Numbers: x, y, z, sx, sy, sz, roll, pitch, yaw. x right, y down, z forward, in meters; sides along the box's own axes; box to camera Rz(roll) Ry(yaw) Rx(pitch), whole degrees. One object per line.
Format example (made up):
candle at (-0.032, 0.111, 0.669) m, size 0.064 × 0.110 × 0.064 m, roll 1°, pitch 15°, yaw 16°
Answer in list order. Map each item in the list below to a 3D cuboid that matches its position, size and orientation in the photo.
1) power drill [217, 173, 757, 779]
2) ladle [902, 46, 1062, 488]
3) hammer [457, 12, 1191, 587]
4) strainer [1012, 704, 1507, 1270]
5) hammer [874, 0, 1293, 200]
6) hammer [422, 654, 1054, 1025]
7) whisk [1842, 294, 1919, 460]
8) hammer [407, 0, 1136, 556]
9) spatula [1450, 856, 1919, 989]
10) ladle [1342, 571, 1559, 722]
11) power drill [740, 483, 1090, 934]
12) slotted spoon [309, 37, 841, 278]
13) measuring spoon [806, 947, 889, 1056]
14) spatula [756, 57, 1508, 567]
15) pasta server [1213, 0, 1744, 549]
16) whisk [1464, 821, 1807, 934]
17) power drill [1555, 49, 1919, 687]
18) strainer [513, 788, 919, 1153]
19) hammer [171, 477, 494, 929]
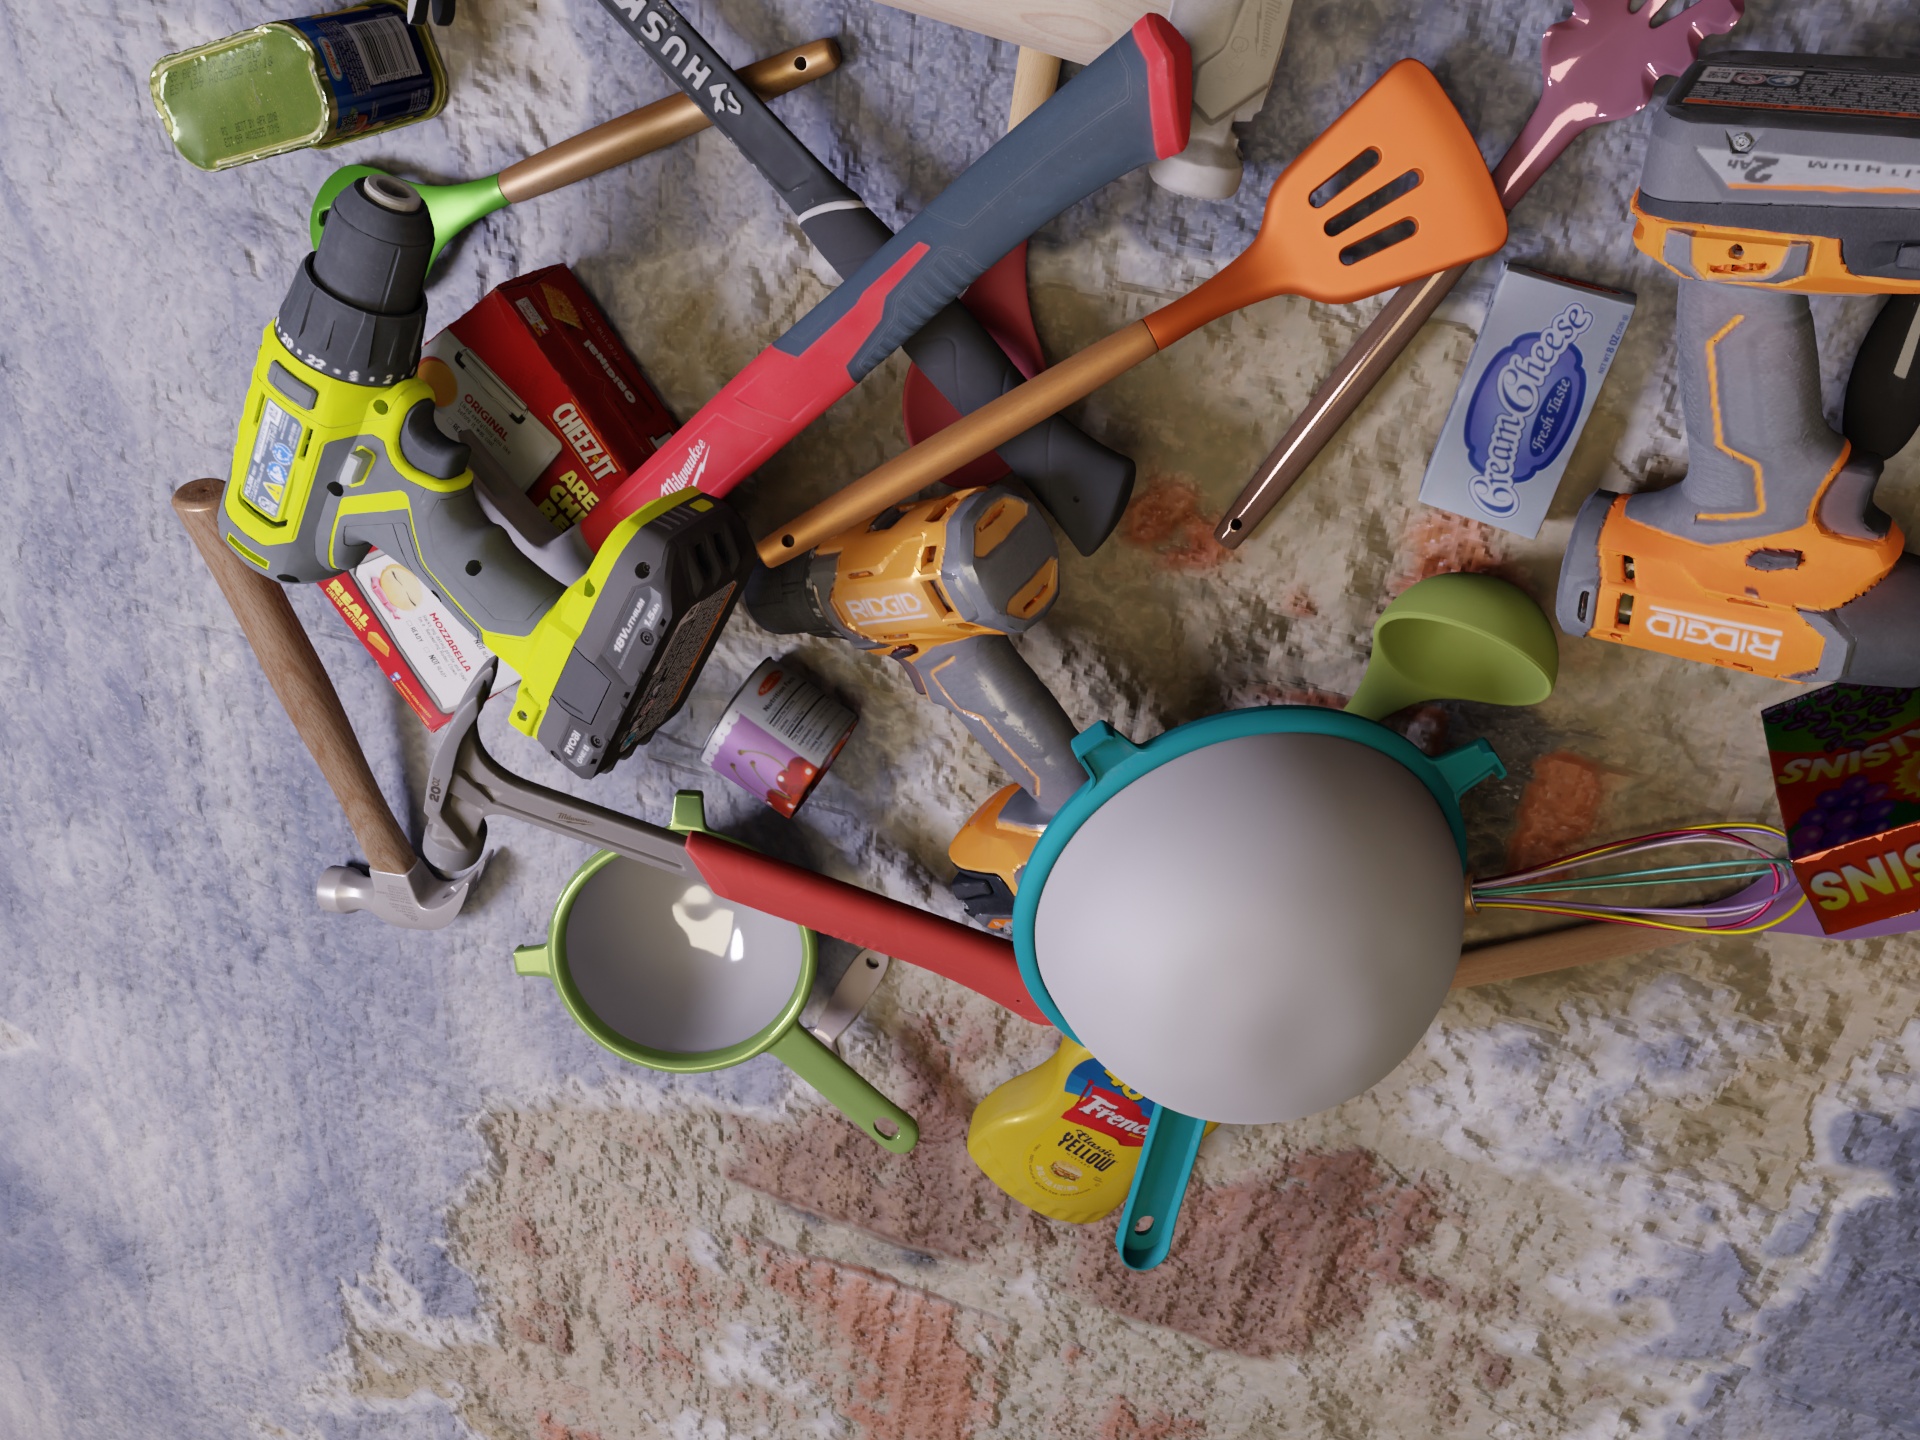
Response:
power drill at (-0.207, -0.100, 0.686) m, size 0.228 × 0.080 × 0.190 m, roll 36°, pitch 123°, yaw 5°
ladle at (0.027, -0.248, 0.667) m, size 0.069 × 0.031 × 0.315 m, roll 19°, pitch 121°, yaw 14°
hammer at (-0.069, -0.163, 0.666) m, size 0.386 × 0.038 × 0.143 m, roll -34°, pitch 101°, yaw 31°
strainer at (0.124, 0.158, 0.720) m, size 0.211 × 0.095 × 0.340 m, roll 3°, pitch 121°, yaw -12°
hammer at (-0.076, -0.311, 0.596) m, size 0.410 × 0.038 × 0.146 m, roll 12°, pitch 128°, yaw 0°
hammer at (-0.096, 0.081, 0.827) m, size 0.359 × 0.037 × 0.149 m, roll 21°, pitch 136°, yaw -11°
whisk at (0.351, -0.218, 0.539) m, size 0.070 × 0.070 × 0.284 m, roll 11°, pitch 126°, yaw 15°
hammer at (-0.073, -0.229, 0.683) m, size 0.409 × 0.036 × 0.149 m, roll 47°, pitch 119°, yaw -3°
spatula at (0.324, 0.097, 0.748) m, size 0.316 × 0.018 × 0.059 m, roll -19°, pitch 106°, yaw 28°
ladle at (0.154, 0.042, 0.763) m, size 0.078 × 0.062 × 0.320 m, roll 30°, pitch 129°, yaw -14°
power drill at (-0.001, -0.002, 0.763) m, size 0.185 × 0.084 × 0.226 m, roll -2°, pitch 126°, yaw 47°
slotted spoon at (-0.194, -0.261, 0.747) m, size 0.314 × 0.031 × 0.070 m, roll -11°, pitch 110°, yaw 25°
measuring spoon at (-0.074, 0.176, 0.950) m, size 0.034 × 0.018 × 0.124 m, roll 33°, pitch 124°, yaw 2°
spatula at (0.055, -0.144, 0.641) m, size 0.322 × 0.041 × 0.081 m, roll -29°, pitch 96°, yaw 9°
pasta server at (0.192, -0.183, 0.631) m, size 0.060 × 0.040 × 0.316 m, roll 43°, pitch 126°, yaw 9°
whisk at (0.263, 0.082, 0.744) m, size 0.245 × 0.051 × 0.047 m, roll -10°, pitch 86°, yaw 32°
power drill at (0.311, -0.109, 0.568) m, size 0.164 × 0.084 × 0.226 m, roll 17°, pitch 136°, yaw 28°
strainer at (-0.119, 0.157, 0.928) m, size 0.151 × 0.069 × 0.256 m, roll -44°, pitch 105°, yaw 11°
hammer at (-0.367, 0.005, 0.922) m, size 0.130 × 0.031 × 0.331 m, roll 6°, pitch 133°, yaw 16°
